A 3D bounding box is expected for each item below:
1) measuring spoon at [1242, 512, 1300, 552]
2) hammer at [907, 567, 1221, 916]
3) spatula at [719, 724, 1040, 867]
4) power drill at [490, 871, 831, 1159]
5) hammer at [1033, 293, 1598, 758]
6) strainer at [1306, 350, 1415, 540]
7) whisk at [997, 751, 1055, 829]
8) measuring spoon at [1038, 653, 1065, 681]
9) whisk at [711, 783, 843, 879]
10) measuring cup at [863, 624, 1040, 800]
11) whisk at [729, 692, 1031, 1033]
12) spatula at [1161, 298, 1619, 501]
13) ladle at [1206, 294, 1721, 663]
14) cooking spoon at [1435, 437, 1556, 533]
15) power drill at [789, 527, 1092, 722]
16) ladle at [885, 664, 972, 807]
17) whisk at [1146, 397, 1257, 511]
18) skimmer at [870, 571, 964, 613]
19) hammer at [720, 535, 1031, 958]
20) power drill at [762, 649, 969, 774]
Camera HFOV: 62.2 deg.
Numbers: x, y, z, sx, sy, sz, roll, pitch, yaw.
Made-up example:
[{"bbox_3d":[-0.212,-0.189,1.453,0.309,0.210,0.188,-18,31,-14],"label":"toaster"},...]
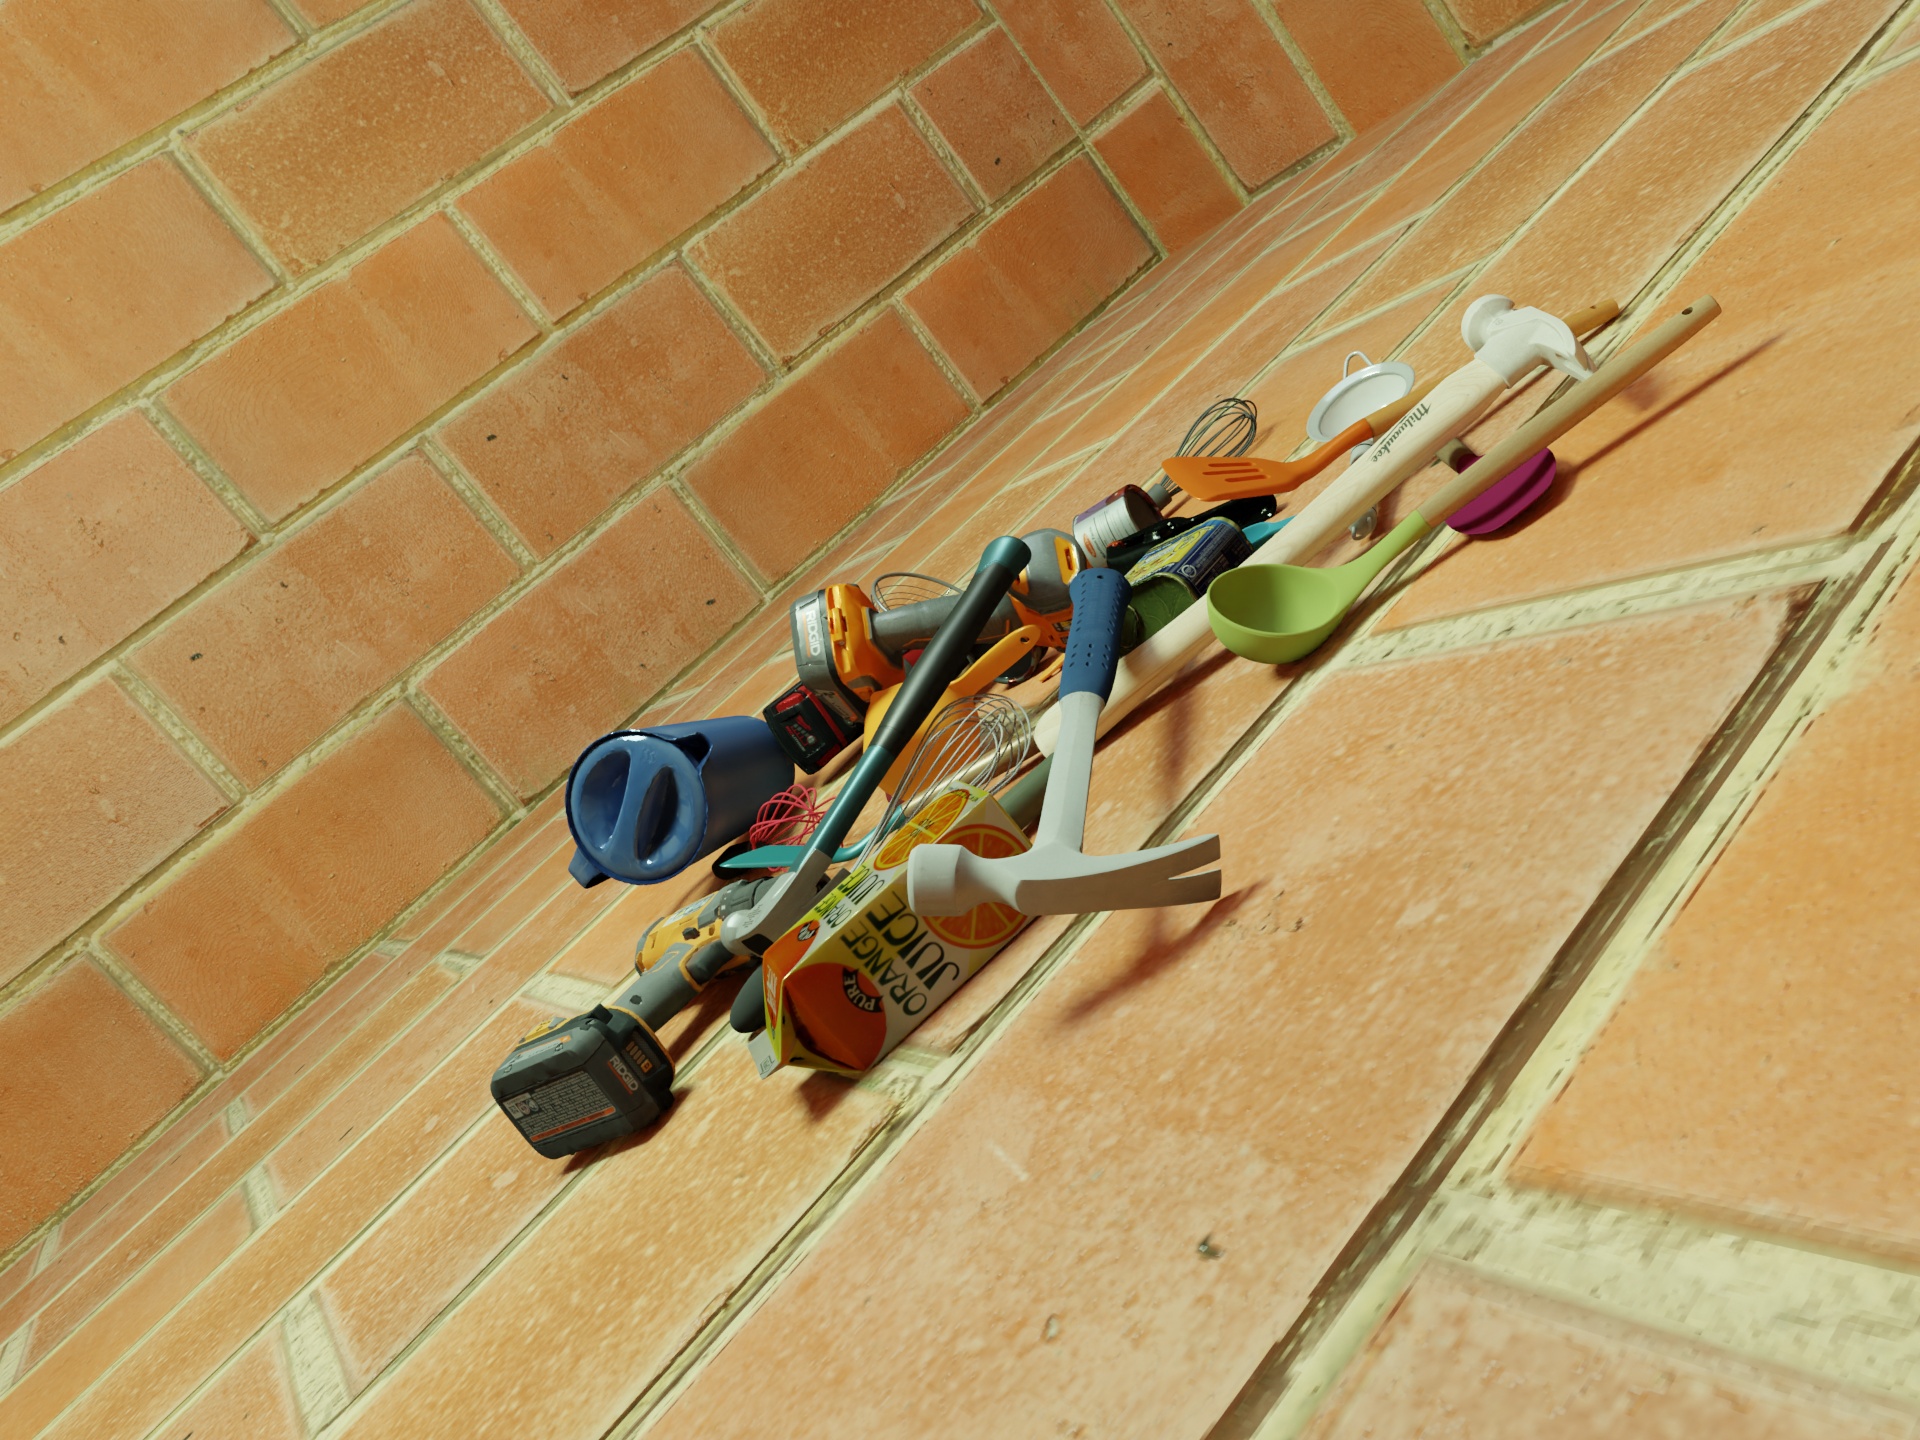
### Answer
[{"bbox_3d":[0.244,-0.135,1.132,0.128,0.021,0.042,-16,23,38],"label":"measuring spoon"},{"bbox_3d":[0.074,-0.004,0.902,0.144,0.035,0.406,-1,25,9],"label":"hammer"},{"bbox_3d":[-0.022,0.044,1.132,0.317,0.044,0.082,-30,-3,14],"label":"spatula"},{"bbox_3d":[-0.193,0.187,1.093,0.185,0.084,0.226,-27,13,36],"label":"power drill"},{"bbox_3d":[0.209,-0.105,1.001,0.410,0.038,0.146,-41,22,14],"label":"hammer"},{"bbox_3d":[0.283,-0.188,1.115,0.087,0.050,0.259,-25,25,29],"label":"strainer"},{"bbox_3d":[-0.015,0.097,0.979,0.246,0.057,0.059,-40,47,-22],"label":"whisk"},{"bbox_3d":[0.109,-0.068,1.282,0.117,0.011,0.021,-41,9,5],"label":"measuring spoon"},{"bbox_3d":[-0.162,0.105,1.335,0.073,0.073,0.296,-45,8,-25],"label":"whisk"},{"bbox_3d":[-0.002,-0.004,1.155,0.173,0.095,0.052,-41,28,32],"label":"measuring cup"},{"bbox_3d":[-0.054,0.094,1.051,0.284,0.070,0.070,-50,14,-9],"label":"whisk"},{"bbox_3d":[0.294,-0.216,1.071,0.322,0.041,0.081,-26,31,0],"label":"spatula"},{"bbox_3d":[0.278,-0.138,0.897,0.320,0.062,0.078,-38,34,18],"label":"ladle"},{"bbox_3d":[0.320,-0.168,1.019,0.068,0.017,0.319,-41,12,16],"label":"cooking spoon"},{"bbox_3d":[0.002,-0.066,1.212,0.226,0.084,0.164,-14,-20,13],"label":"power drill"},{"bbox_3d":[-0.015,-0.005,1.371,0.069,0.031,0.315,-30,13,19],"label":"ladle"},{"bbox_3d":[0.187,-0.212,1.476,0.239,0.055,0.055,-44,13,-4],"label":"whisk"},{"bbox_3d":[0.038,-0.118,1.458,0.127,0.090,0.363,4,-6,-30],"label":"skimmer"},{"bbox_3d":[-0.046,0.011,1.050,0.331,0.033,0.128,-58,15,-21],"label":"hammer"},{"bbox_3d":[-0.086,-0.024,1.433,0.143,0.078,0.219,-40,9,-30],"label":"power drill"}]
